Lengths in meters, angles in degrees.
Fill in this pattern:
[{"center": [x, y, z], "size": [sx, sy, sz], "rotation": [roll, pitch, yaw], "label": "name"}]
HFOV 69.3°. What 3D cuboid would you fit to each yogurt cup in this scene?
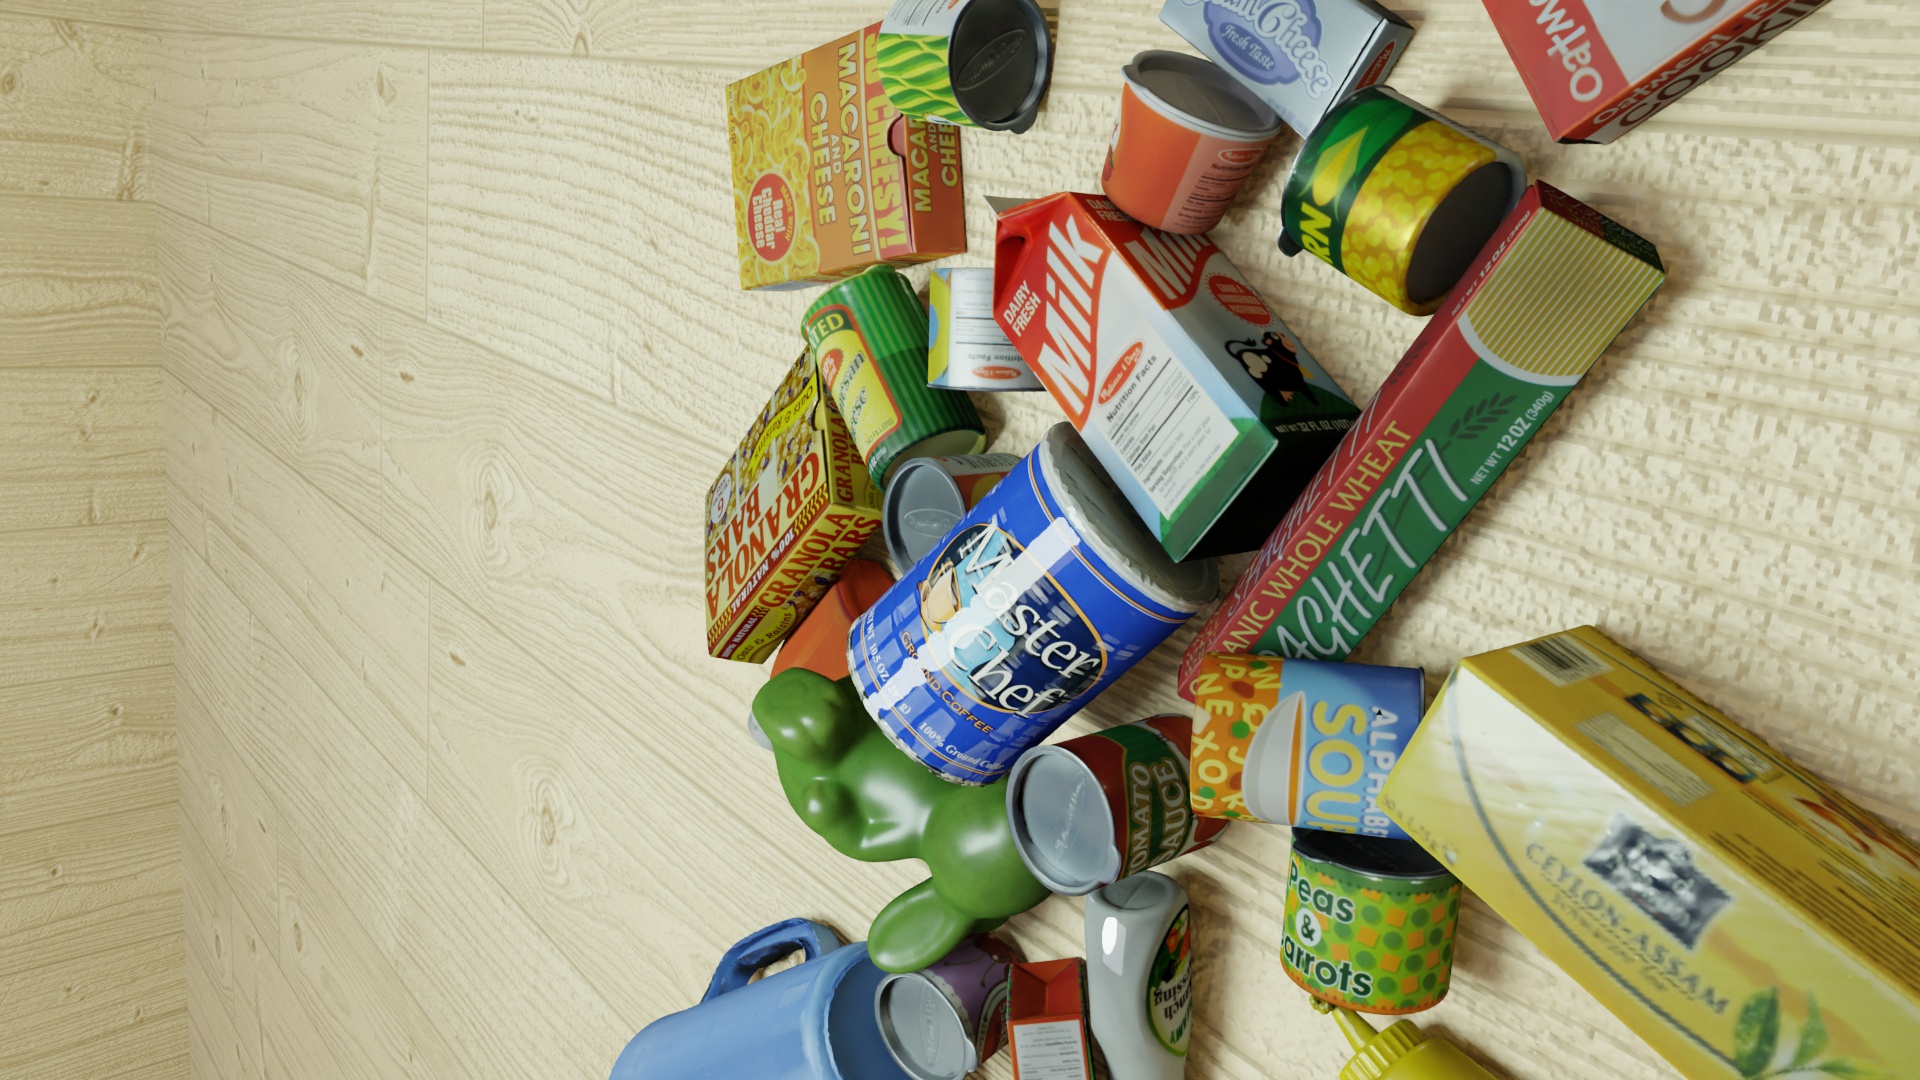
[{"center": [0.093, -0.166, 0.584], "size": [0.072, 0.072, 0.053], "rotation": [52, 139, 31], "label": "yogurt cup"}]

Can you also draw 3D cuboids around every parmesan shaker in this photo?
[{"center": [-0.035, -0.085, 0.738], "size": [0.071, 0.071, 0.103], "rotation": [-47, 61, 42], "label": "parmesan shaker"}]

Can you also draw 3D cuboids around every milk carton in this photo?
[{"center": [0.082, -0.087, 0.601], "size": [0.191, 0.072, 0.073], "rotation": [56, 133, 26], "label": "milk carton"}]

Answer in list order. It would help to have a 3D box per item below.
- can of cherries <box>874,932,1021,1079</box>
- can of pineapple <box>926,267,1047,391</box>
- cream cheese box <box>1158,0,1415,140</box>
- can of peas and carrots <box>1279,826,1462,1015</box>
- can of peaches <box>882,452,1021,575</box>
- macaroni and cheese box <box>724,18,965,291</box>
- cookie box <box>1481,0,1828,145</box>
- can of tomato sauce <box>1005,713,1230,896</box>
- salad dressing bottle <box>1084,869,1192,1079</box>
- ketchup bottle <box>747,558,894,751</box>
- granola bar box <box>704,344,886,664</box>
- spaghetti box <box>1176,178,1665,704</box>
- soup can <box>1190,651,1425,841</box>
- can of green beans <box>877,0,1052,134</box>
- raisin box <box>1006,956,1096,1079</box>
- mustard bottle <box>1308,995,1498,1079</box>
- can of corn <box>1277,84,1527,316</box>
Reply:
[{"center": [-0.001, 0.251, 0.746], "size": [0.071, 0.058, 0.071], "rotation": [13, 110, 38], "label": "can of cherries"}, {"center": [0.017, -0.103, 0.678], "size": [0.071, 0.071, 0.057], "rotation": [11, 102, 48], "label": "can of pineapple"}, {"center": [0.129, -0.211, 0.565], "size": [0.104, 0.024, 0.053], "rotation": [52, 130, 31], "label": "cream cheese box"}, {"center": [0.159, 0.144, 0.544], "size": [0.071, 0.071, 0.058], "rotation": [16, 108, 47], "label": "can of peas and carrots"}, {"center": [0.003, -0.009, 0.714], "size": [0.071, 0.058, 0.071], "rotation": [10, 103, 47], "label": "can of peaches"}, {"center": [-0.069, -0.211, 0.782], "size": [0.166, 0.040, 0.123], "rotation": [1, 97, 49], "label": "macaroni and cheese box"}, {"center": [0.236, -0.222, 0.427], "size": [0.166, 0.040, 0.123], "rotation": [-35, 69, 46], "label": "cookie box"}, {"center": [0.074, 0.118, 0.628], "size": [0.071, 0.083, 0.071], "rotation": [9, 103, 48], "label": "can of tomato sauce"}, {"center": [0.086, 0.230, 0.652], "size": [0.044, 0.064, 0.147], "rotation": [3, 107, 29], "label": "salad dressing bottle"}, {"center": [-0.085, 0.076, 0.837], "size": [0.148, 0.043, 0.065], "rotation": [-51, 52, 40], "label": "ketchup bottle"}, {"center": [-0.102, -0.021, 0.817], "size": [0.164, 0.039, 0.125], "rotation": [-47, 40, 41], "label": "granola bar box"}, {"center": [0.163, -0.017, 0.532], "size": [0.050, 0.029, 0.248], "rotation": [28, 124, -1], "label": "spaghetti box"}, {"center": [0.134, 0.080, 0.537], "size": [0.084, 0.071, 0.071], "rotation": [3, 99, 15], "label": "soup can"}, {"center": [0.002, -0.236, 0.677], "size": [0.058, 0.071, 0.071], "rotation": [24, 113, 46], "label": "can of green beans"}, {"center": [0.050, 0.279, 0.680], "size": [0.086, 0.040, 0.123], "rotation": [-5, -92, -87], "label": "raisin box"}, {"center": [0.194, 0.235, 0.532], "size": [0.161, 0.049, 0.065], "rotation": [49, 129, 34], "label": "mustard bottle"}, {"center": [0.160, -0.122, 0.508], "size": [0.058, 0.071, 0.070], "rotation": [45, 127, 35], "label": "can of corn"}]
